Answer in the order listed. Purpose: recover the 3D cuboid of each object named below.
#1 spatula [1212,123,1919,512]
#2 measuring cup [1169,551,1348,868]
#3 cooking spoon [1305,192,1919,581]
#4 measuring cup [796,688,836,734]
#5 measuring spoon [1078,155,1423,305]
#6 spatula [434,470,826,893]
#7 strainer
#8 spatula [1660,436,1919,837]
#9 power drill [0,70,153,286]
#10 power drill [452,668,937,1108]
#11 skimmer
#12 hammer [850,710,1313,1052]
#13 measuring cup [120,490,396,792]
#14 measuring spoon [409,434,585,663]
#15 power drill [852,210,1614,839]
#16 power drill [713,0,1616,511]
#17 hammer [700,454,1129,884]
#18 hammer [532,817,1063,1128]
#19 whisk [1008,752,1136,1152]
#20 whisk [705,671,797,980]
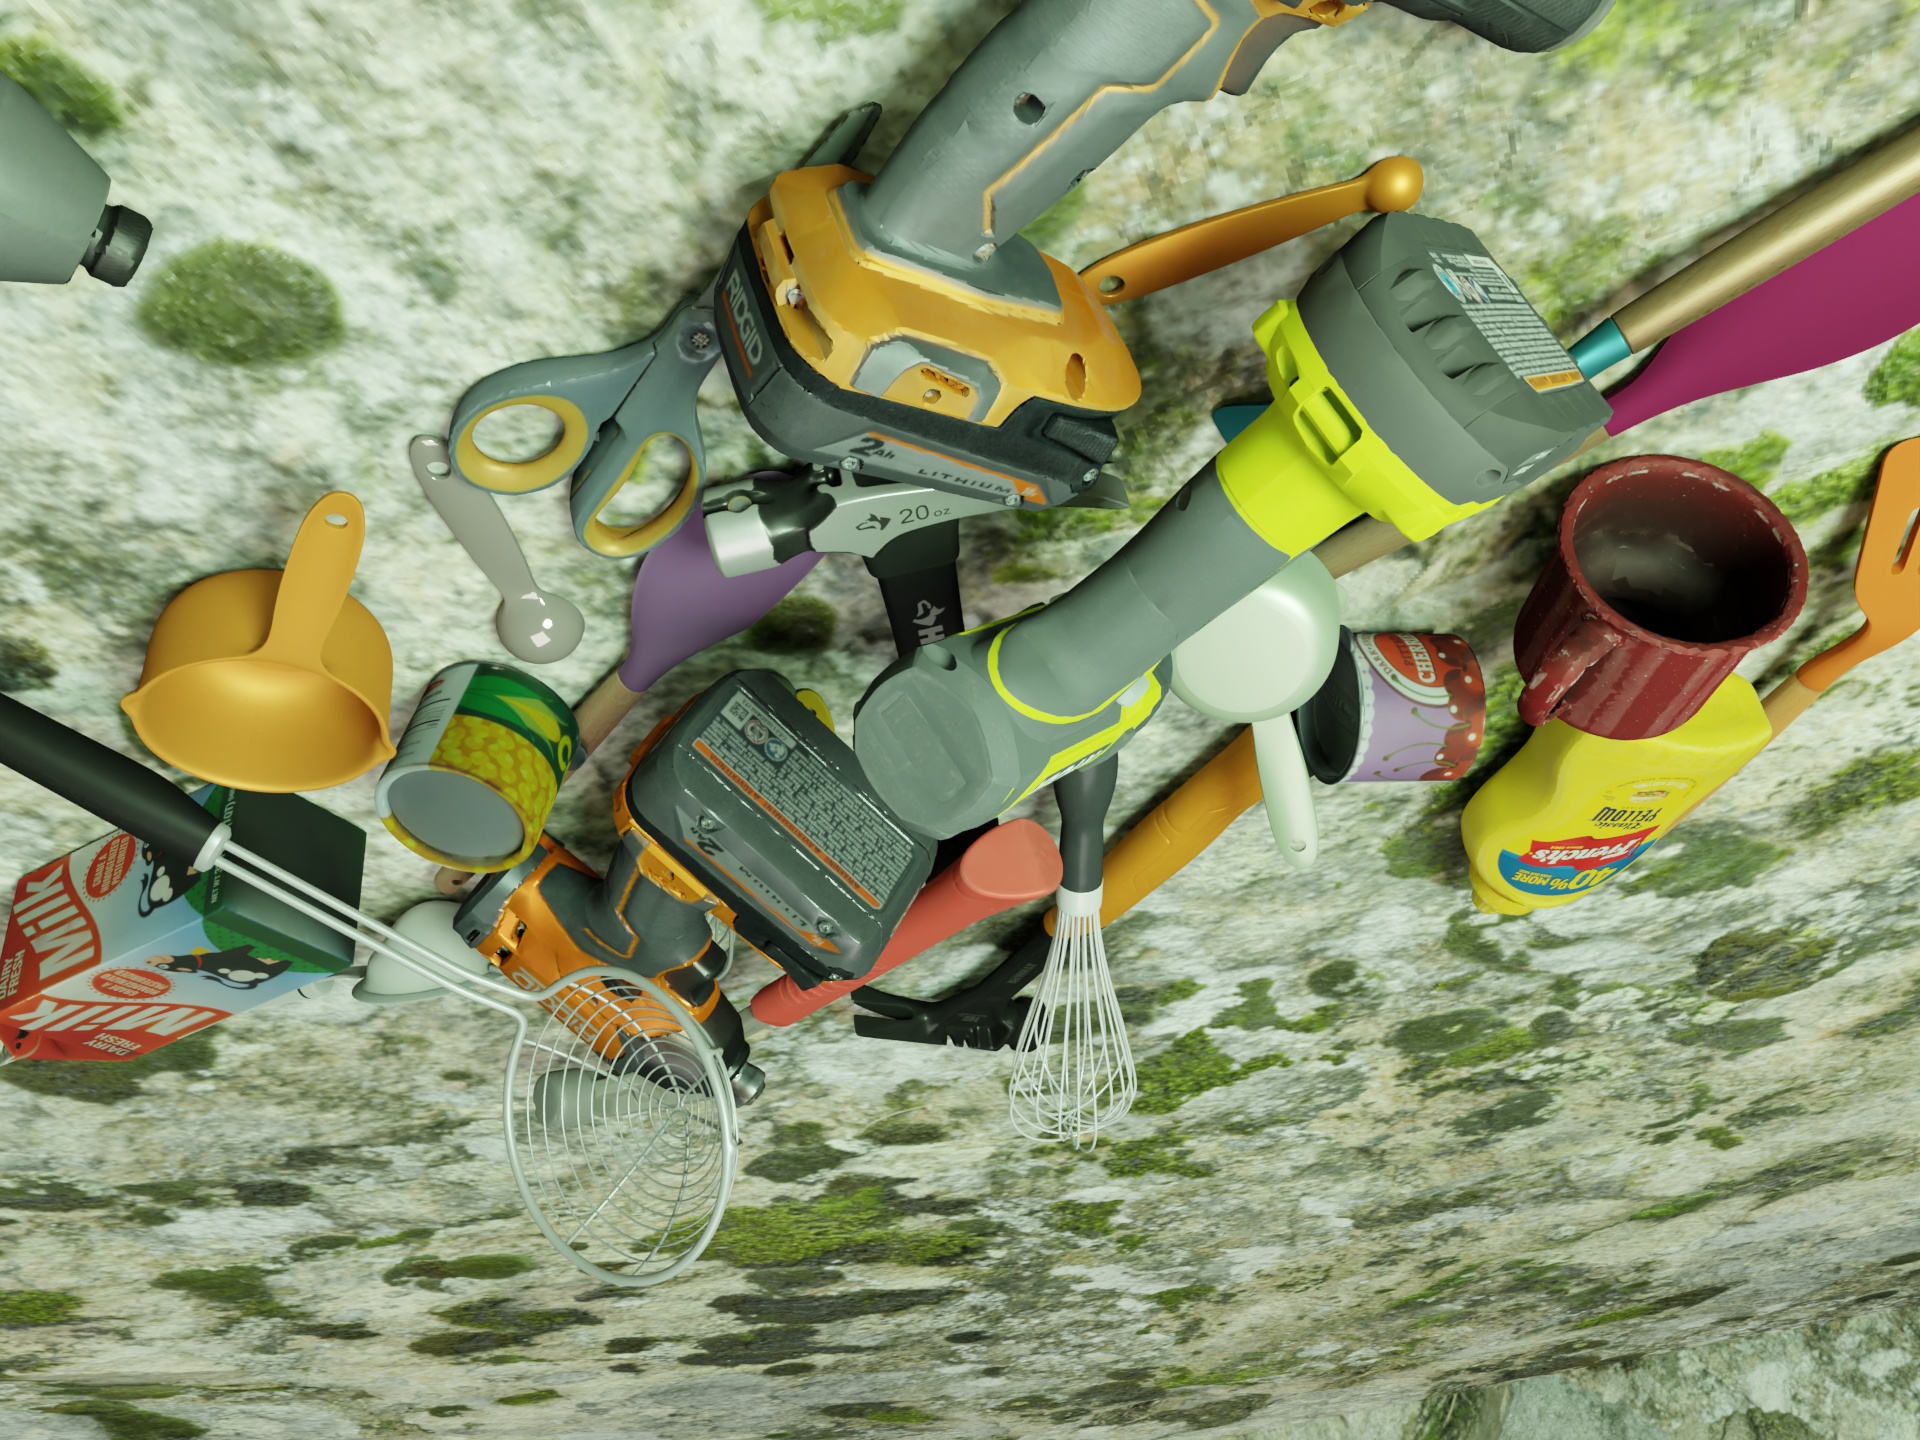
[{"bbox_3d":[0.240,-0.151,0.532,0.317,0.044,0.082,-30,139,22],"label":"spatula"},{"bbox_3d":[0.126,0.003,0.655,0.083,0.038,0.167,-9,119,18],"label":"measuring cup"},{"bbox_3d":[0.218,-0.100,0.602,0.319,0.017,0.068,-27,136,27],"label":"cooking spoon"},{"bbox_3d":[-0.064,0.035,0.748,0.062,0.029,0.156,-6,134,-2],"label":"measuring cup"},{"bbox_3d":[0.090,-0.152,0.507,0.117,0.011,0.021,-16,145,12],"label":"measuring spoon"},{"bbox_3d":[-0.152,-0.005,0.668,0.059,0.018,0.316,19,137,-34],"label":"spatula"},{"bbox_3d":[-0.324,0.129,0.811,0.258,0.050,0.087,-13,-171,17],"label":"strainer"},{"bbox_3d":[0.391,-0.015,0.761,0.081,0.041,0.322,-1,149,-9],"label":"spatula"},{"bbox_3d":[-0.329,-0.108,0.437,0.143,0.079,0.219,22,133,-37],"label":"power drill"},{"bbox_3d":[-0.109,0.089,0.683,0.164,0.084,0.226,43,136,-10],"label":"power drill"},{"bbox_3d":[-0.248,0.094,0.619,0.363,0.090,0.127,33,113,-13],"label":"skimmer"},{"bbox_3d":[0.066,0.094,0.842,0.127,0.034,0.336,12,141,-28],"label":"hammer"},{"bbox_3d":[-0.239,-0.040,0.571,0.095,0.052,0.173,13,139,-28],"label":"measuring cup"},{"bbox_3d":[-0.173,-0.058,0.587,0.034,0.018,0.124,-11,145,5],"label":"measuring spoon"},{"bbox_3d":[0.085,-0.055,0.511,0.223,0.080,0.171,-39,172,32],"label":"power drill"},{"bbox_3d":[0.055,-0.160,0.429,0.185,0.084,0.226,7,139,-36],"label":"power drill"},{"bbox_3d":[-0.001,-0.002,0.681,0.146,0.035,0.334,-13,148,-2],"label":"hammer"},{"bbox_3d":[-0.073,0.138,0.821,0.149,0.037,0.359,0,154,-45],"label":"hammer"},{"bbox_3d":[0.056,0.109,0.785,0.070,0.070,0.284,-4,124,-5],"label":"whisk"},{"bbox_3d":[-0.117,0.061,0.749,0.058,0.059,0.246,27,136,0],"label":"whisk"}]
